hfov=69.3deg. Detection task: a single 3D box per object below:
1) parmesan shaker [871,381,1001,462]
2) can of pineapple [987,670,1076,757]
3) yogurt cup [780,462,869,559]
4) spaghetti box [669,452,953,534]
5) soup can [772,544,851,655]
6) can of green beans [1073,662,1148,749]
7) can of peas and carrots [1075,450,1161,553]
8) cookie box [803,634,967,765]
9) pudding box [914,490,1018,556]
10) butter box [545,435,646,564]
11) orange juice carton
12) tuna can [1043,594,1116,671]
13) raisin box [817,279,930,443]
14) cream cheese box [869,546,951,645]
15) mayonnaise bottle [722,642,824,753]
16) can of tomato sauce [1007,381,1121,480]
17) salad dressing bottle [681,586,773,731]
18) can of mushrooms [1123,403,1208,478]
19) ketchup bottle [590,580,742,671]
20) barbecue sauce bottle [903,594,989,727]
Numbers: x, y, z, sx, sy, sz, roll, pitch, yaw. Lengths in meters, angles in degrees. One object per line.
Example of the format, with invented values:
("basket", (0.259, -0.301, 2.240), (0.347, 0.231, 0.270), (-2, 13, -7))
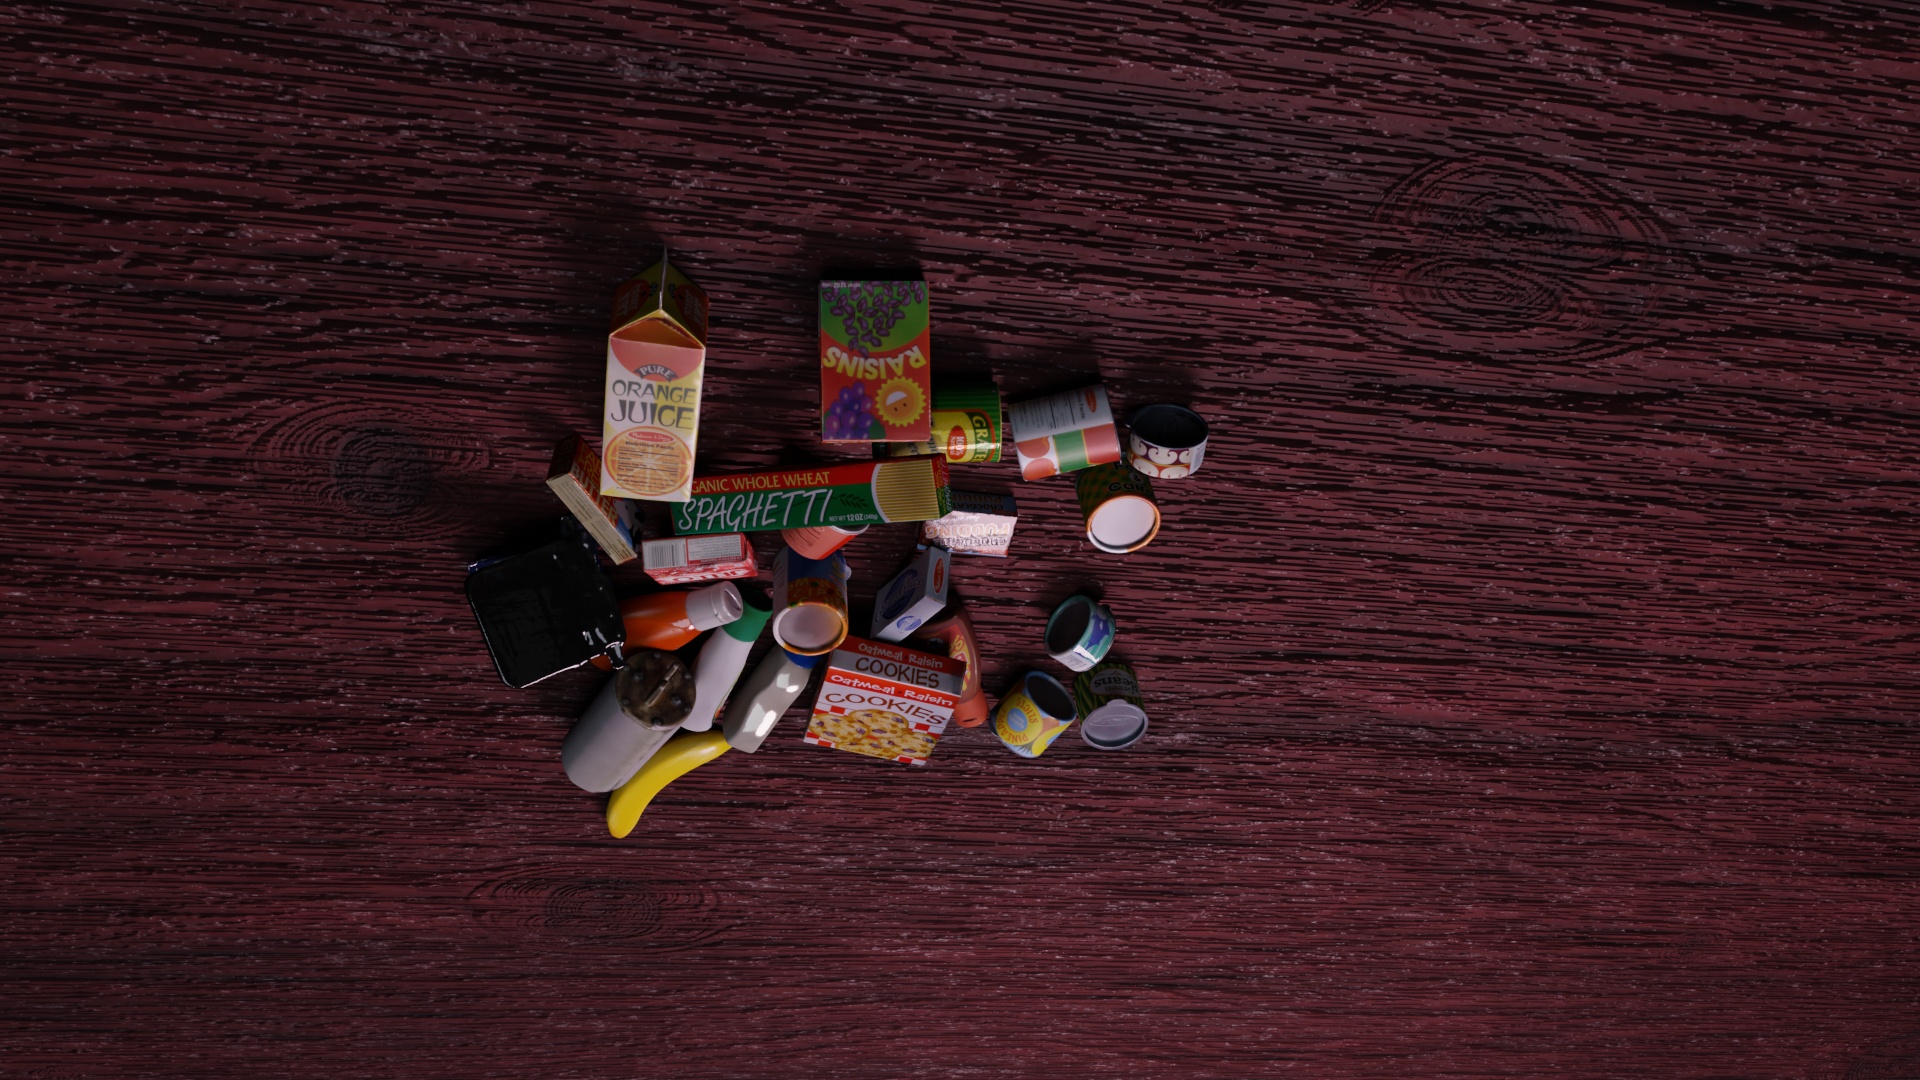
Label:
("parmesan shaker", (-0.021, -0.093, 1.133), (0.103, 0.072, 0.071), (-2, 130, -5))
("can of pineapple", (0.070, 0.170, 1.359), (0.071, 0.071, 0.057), (25, 121, -25))
("yogurt cup", (-0.118, -0.020, 1.184), (0.072, 0.073, 0.053), (28, 129, -26))
("spaghetti box", (-0.127, -0.036, 1.125), (0.250, 0.029, 0.050), (-3, 102, 23))
("soup can", (-0.130, 0.050, 1.226), (0.071, 0.084, 0.071), (-4, 130, -4))
("can of green beans", (0.147, 0.163, 1.370), (0.071, 0.058, 0.071), (-3, 130, -4))
("can of peas and carrots", (0.138, -0.033, 1.207), (0.071, 0.059, 0.070), (-4, 130, -4))
("cookie box", (-0.074, 0.151, 1.305), (0.123, 0.040, 0.166), (13, 146, -7))
("pudding box", (0.004, -0.015, 1.224), (0.084, 0.030, 0.049), (6, 129, -11))
("butter box", (-0.302, -0.034, 1.157), (0.024, 0.053, 0.103), (-21, 128, 14))
("orange juice carton", (-0.236, -0.127, 1.075), (0.073, 0.072, 0.191), (5, 129, -11))
("tuna can", (0.112, 0.084, 1.298), (0.033, 0.071, 0.071), (33, 119, -28))
("raisin box", (-0.067, -0.137, 1.070), (0.086, 0.040, 0.123), (-1, 93, -7))
("cream cheese box", (-0.044, 0.051, 1.238), (0.024, 0.053, 0.103), (23, 143, -22))
("mayonnaise bottle", (-0.171, 0.131, 1.304), (0.041, 0.065, 0.147), (28, 118, -25))
("can of tomato sauce", (0.086, -0.088, 1.151), (0.083, 0.071, 0.070), (-13, 130, 5))
("salad dressing bottle", (-0.220, 0.109, 1.282), (0.044, 0.064, 0.147), (26, 115, -14))
("can of mushrooms", (0.171, -0.084, 1.165), (0.071, 0.071, 0.033), (-2, 130, -6))
("ketchup bottle", (-0.268, 0.073, 1.242), (0.148, 0.044, 0.064), (-17, 133, 17))
("barbecue sauce bottle", (-0.009, 0.117, 1.323), (0.065, 0.044, 0.147), (-12, 130, 10))
